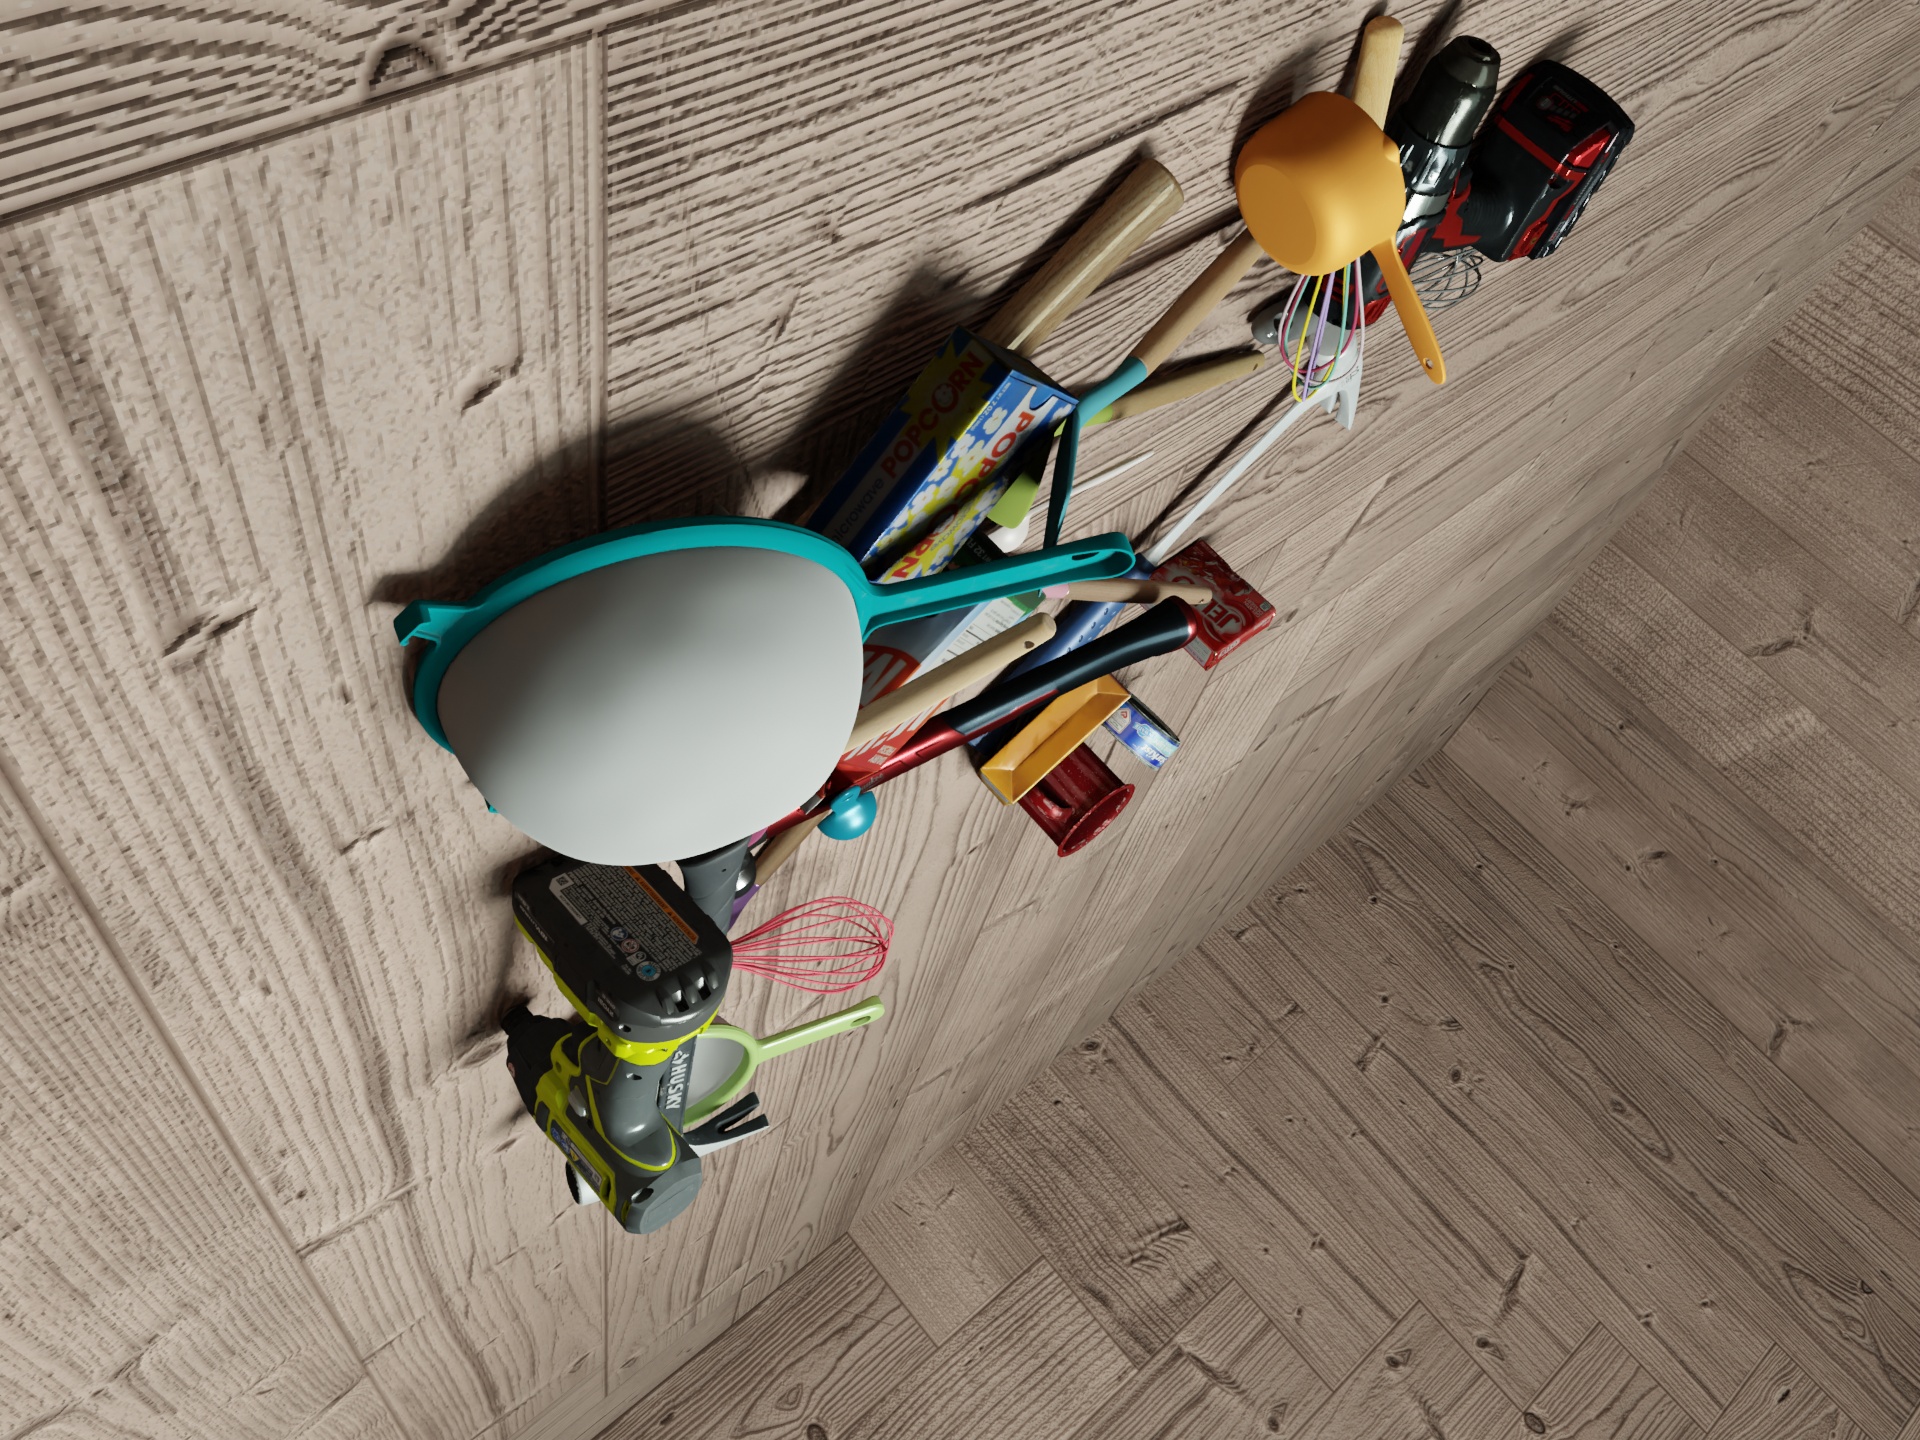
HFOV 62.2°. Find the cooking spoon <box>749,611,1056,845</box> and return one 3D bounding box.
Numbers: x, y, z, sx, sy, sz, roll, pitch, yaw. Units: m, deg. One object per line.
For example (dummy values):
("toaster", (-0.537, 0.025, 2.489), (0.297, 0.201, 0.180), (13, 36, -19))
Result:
("cooking spoon", (-0.073, 0.014, 0.878), (0.319, 0.017, 0.068), (-28, 129, 33))

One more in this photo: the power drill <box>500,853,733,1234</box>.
("power drill", (-0.215, 0.183, 0.947), (0.080, 0.171, 0.223), (-26, 147, -40))

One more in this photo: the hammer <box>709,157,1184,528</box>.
("hammer", (-0.015, -0.155, 0.802), (0.331, 0.031, 0.130), (-45, 162, 4))

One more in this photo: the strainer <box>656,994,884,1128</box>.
("strainer", (-0.184, 0.234, 1.194), (0.256, 0.069, 0.151), (-15, 145, -25))

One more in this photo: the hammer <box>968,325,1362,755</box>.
("hammer", (0.151, -0.127, 1.199), (0.405, 0.035, 0.144), (-45, 161, 7))

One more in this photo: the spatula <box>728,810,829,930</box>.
("spatula", (-0.133, 0.095, 1.132), (0.316, 0.018, 0.059), (-48, 157, 18))

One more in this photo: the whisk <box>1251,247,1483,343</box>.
("whisk", (0.281, -0.292, 1.092), (0.239, 0.055, 0.055), (-25, 155, -33))

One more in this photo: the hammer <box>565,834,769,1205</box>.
("hammer", (-0.177, 0.196, 1.049), (0.149, 0.036, 0.408), (-13, 143, -27))

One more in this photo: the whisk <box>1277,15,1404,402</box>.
("whisk", (0.225, -0.292, 0.936), (0.047, 0.051, 0.244), (-13, 140, -13))

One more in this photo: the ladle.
("ladle", (0.110, -0.185, 0.958), (0.320, 0.062, 0.078), (-28, 151, -45))

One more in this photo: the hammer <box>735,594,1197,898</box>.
("hammer", (-0.002, -0.003, 1.063), (0.386, 0.038, 0.143), (-26, 156, -19))

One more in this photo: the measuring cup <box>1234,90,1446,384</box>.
("measuring cup", (0.208, -0.248, 0.860), (0.052, 0.173, 0.095), (-34, -164, -13))

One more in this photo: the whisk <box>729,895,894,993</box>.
("whisk", (-0.156, 0.166, 1.137), (0.295, 0.073, 0.073), (3, 132, -48))

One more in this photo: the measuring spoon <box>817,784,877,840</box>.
("measuring spoon", (-0.066, 0.058, 0.973), (0.042, 0.021, 0.128), (-33, 175, -8))

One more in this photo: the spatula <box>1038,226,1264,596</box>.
("spatula", (0.117, -0.198, 0.857), (0.317, 0.044, 0.082), (-50, 166, -28))

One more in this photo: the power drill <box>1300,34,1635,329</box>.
("power drill", (0.327, -0.354, 1.007), (0.226, 0.080, 0.187), (-27, 156, -33))

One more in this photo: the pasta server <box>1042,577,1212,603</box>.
("pasta server", (0.089, -0.085, 1.095), (0.316, 0.040, 0.060), (-3, 148, -50))

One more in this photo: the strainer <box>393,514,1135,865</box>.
("strainer", (-0.068, -0.010, 0.727), (0.340, 0.095, 0.210), (-15, 156, -11))

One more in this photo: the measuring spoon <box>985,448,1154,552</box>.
("measuring spoon", (0.066, -0.131, 0.964), (0.124, 0.018, 0.034), (-25, -170, 26))
